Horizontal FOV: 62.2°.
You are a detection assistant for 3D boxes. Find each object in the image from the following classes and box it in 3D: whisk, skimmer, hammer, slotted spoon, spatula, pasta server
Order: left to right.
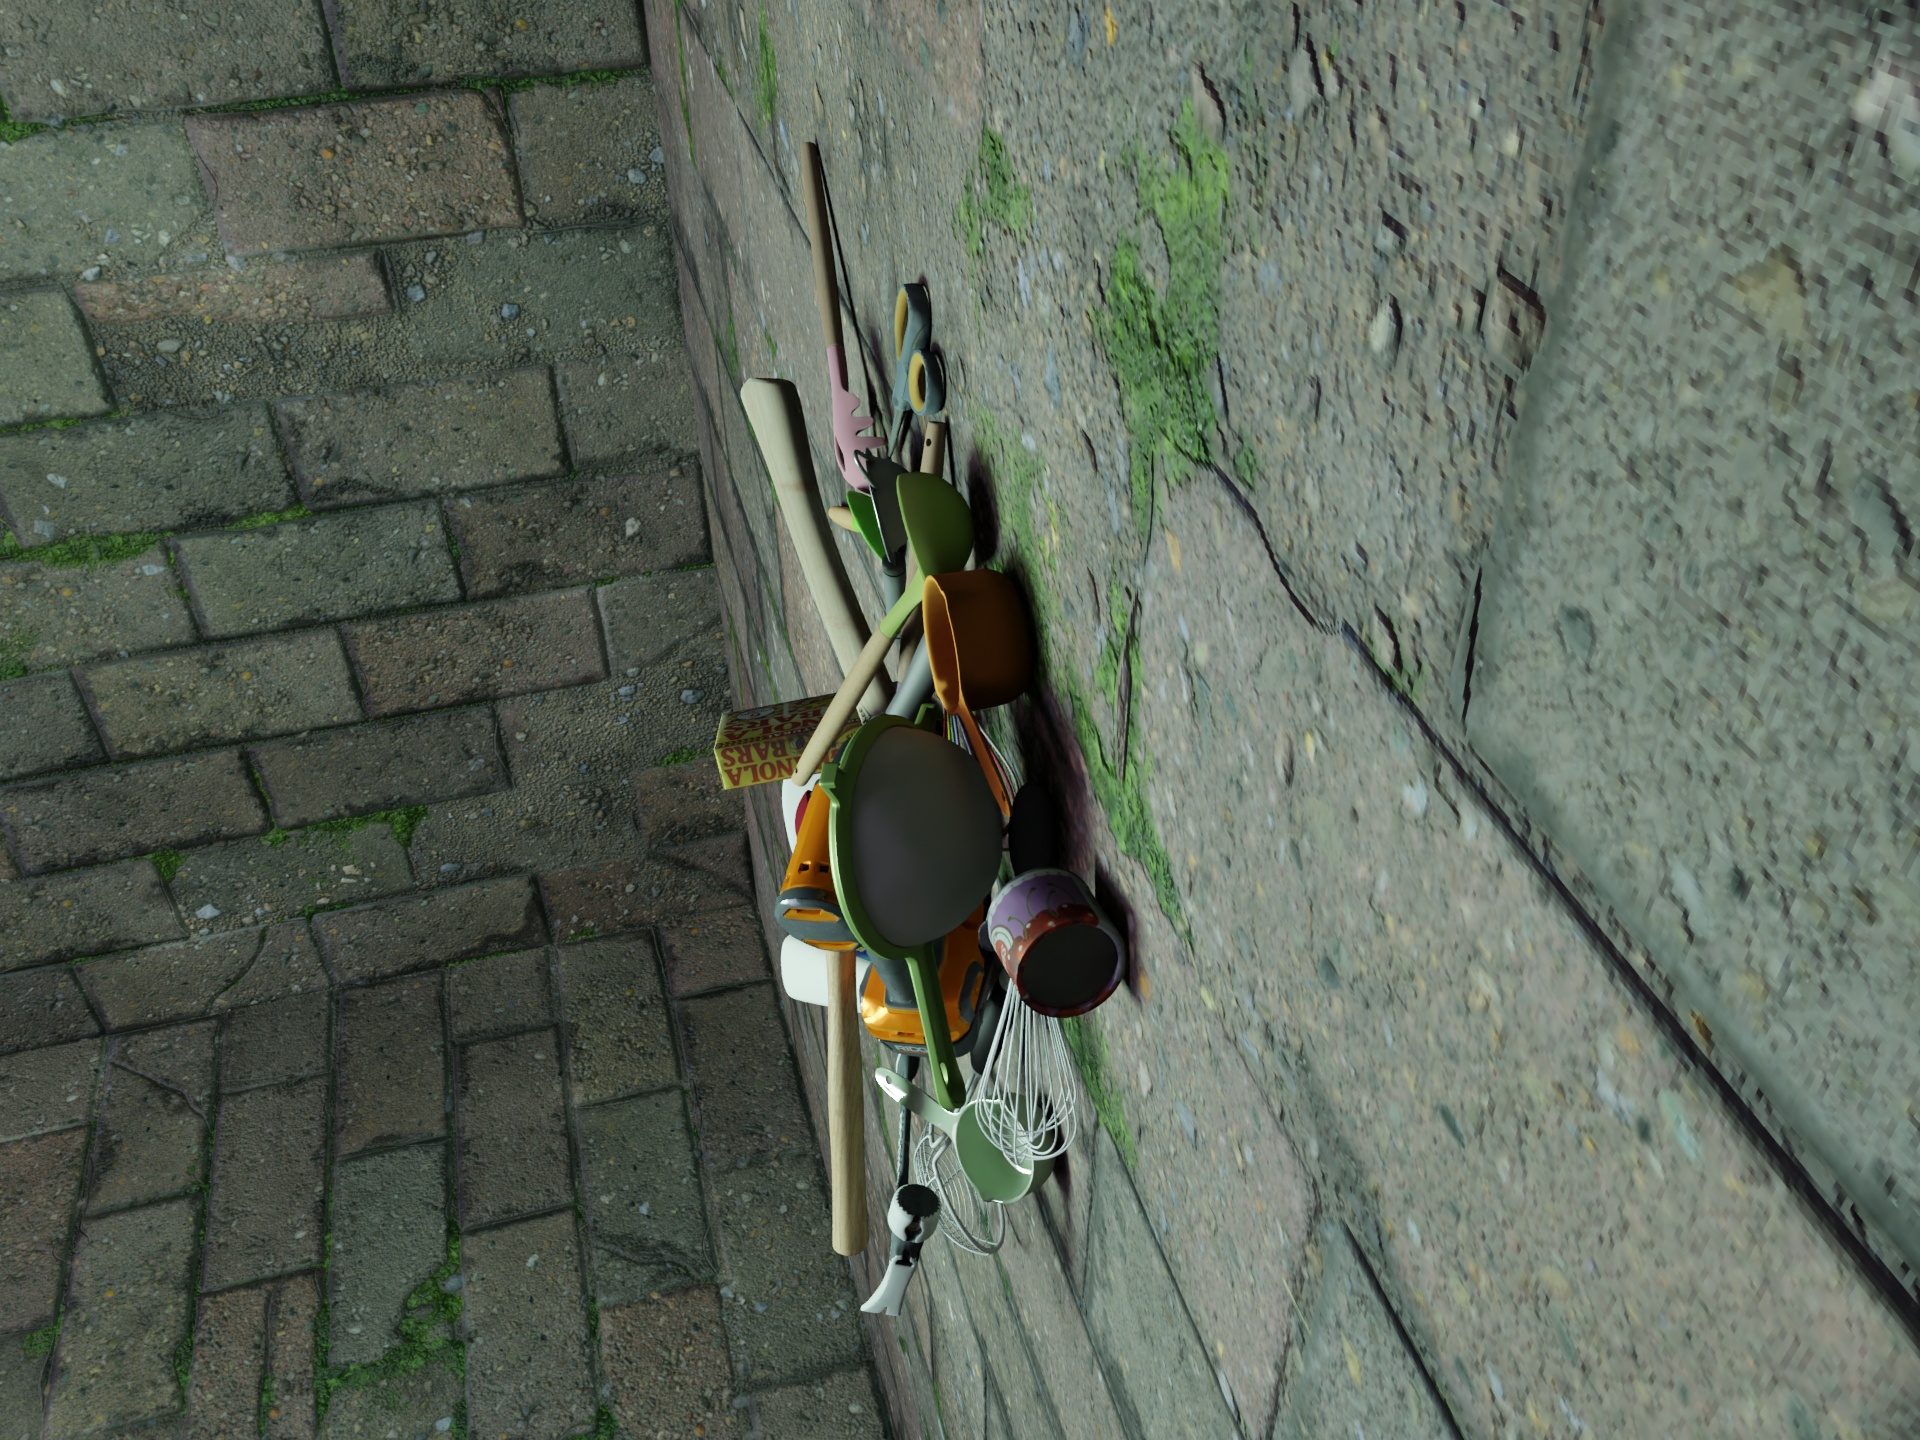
[{"bbox_3d":[-0.095,-0.076,1.224,0.146,0.038,0.411,-34,71,44],"label":"hammer"},{"bbox_3d":[-0.100,-0.337,1.330,0.060,0.040,0.316,132,131,-75],"label":"pasta server"},{"bbox_3d":[-0.085,0.248,1.176,0.130,0.031,0.331,-55,-33,-66],"label":"hammer"},{"bbox_3d":[-0.094,-0.180,1.420,0.070,0.031,0.314,58,176,-14],"label":"slotted spoon"},{"bbox_3d":[-0.043,-0.004,1.095,0.239,0.055,0.055,-59,33,28],"label":"whisk"},{"bbox_3d":[-0.044,0.304,1.329,0.409,0.036,0.149,-89,12,-58],"label":"hammer"},{"bbox_3d":[-0.036,-0.052,1.121,0.060,0.018,0.315,22,113,39],"label":"spatula"},{"bbox_3d":[-0.001,-0.003,1.119,0.051,0.047,0.245,109,155,-43],"label":"whisk"},{"bbox_3d":[0.031,0.300,1.254,0.363,0.090,0.127,107,158,-45],"label":"skimmer"},{"bbox_3d":[0.043,0.168,1.025,0.070,0.070,0.284,-124,31,-62],"label":"whisk"}]

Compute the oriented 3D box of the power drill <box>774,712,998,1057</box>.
[{"bbox_3d":[-0.042,0.113,1.071,0.226,0.084,0.164,63,-145,-48],"label":"power drill"}]

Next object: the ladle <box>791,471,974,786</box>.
[{"bbox_3d":[-0.071,-0.049,1.108,0.320,0.062,0.078,125,146,-45],"label":"ladle"}]

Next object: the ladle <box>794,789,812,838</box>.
[{"bbox_3d":[-0.091,0.054,1.343,0.315,0.031,0.069,-60,-49,-71],"label":"ladle"}]

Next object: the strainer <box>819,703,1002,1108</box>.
[{"bbox_3d":[-0.006,0.120,0.975,0.151,0.069,0.256,-32,-66,-62],"label":"strainer"}]

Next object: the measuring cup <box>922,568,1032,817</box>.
[{"bbox_3d":[0.024,-0.018,0.960,0.095,0.052,0.174,96,158,-53],"label":"measuring cup"}]

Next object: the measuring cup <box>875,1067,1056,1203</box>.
[{"bbox_3d":[0.004,0.294,1.182,0.168,0.038,0.083,23,111,41],"label":"measuring cup"}]

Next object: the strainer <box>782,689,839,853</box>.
[{"bbox_3d":[-0.114,0.114,1.460,0.341,0.095,0.211,-103,-1,-71],"label":"strainer"}]

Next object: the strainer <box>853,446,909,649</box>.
[{"bbox_3d":[-0.050,-0.128,1.239,0.258,0.050,0.087,89,173,-60],"label":"strainer"}]
